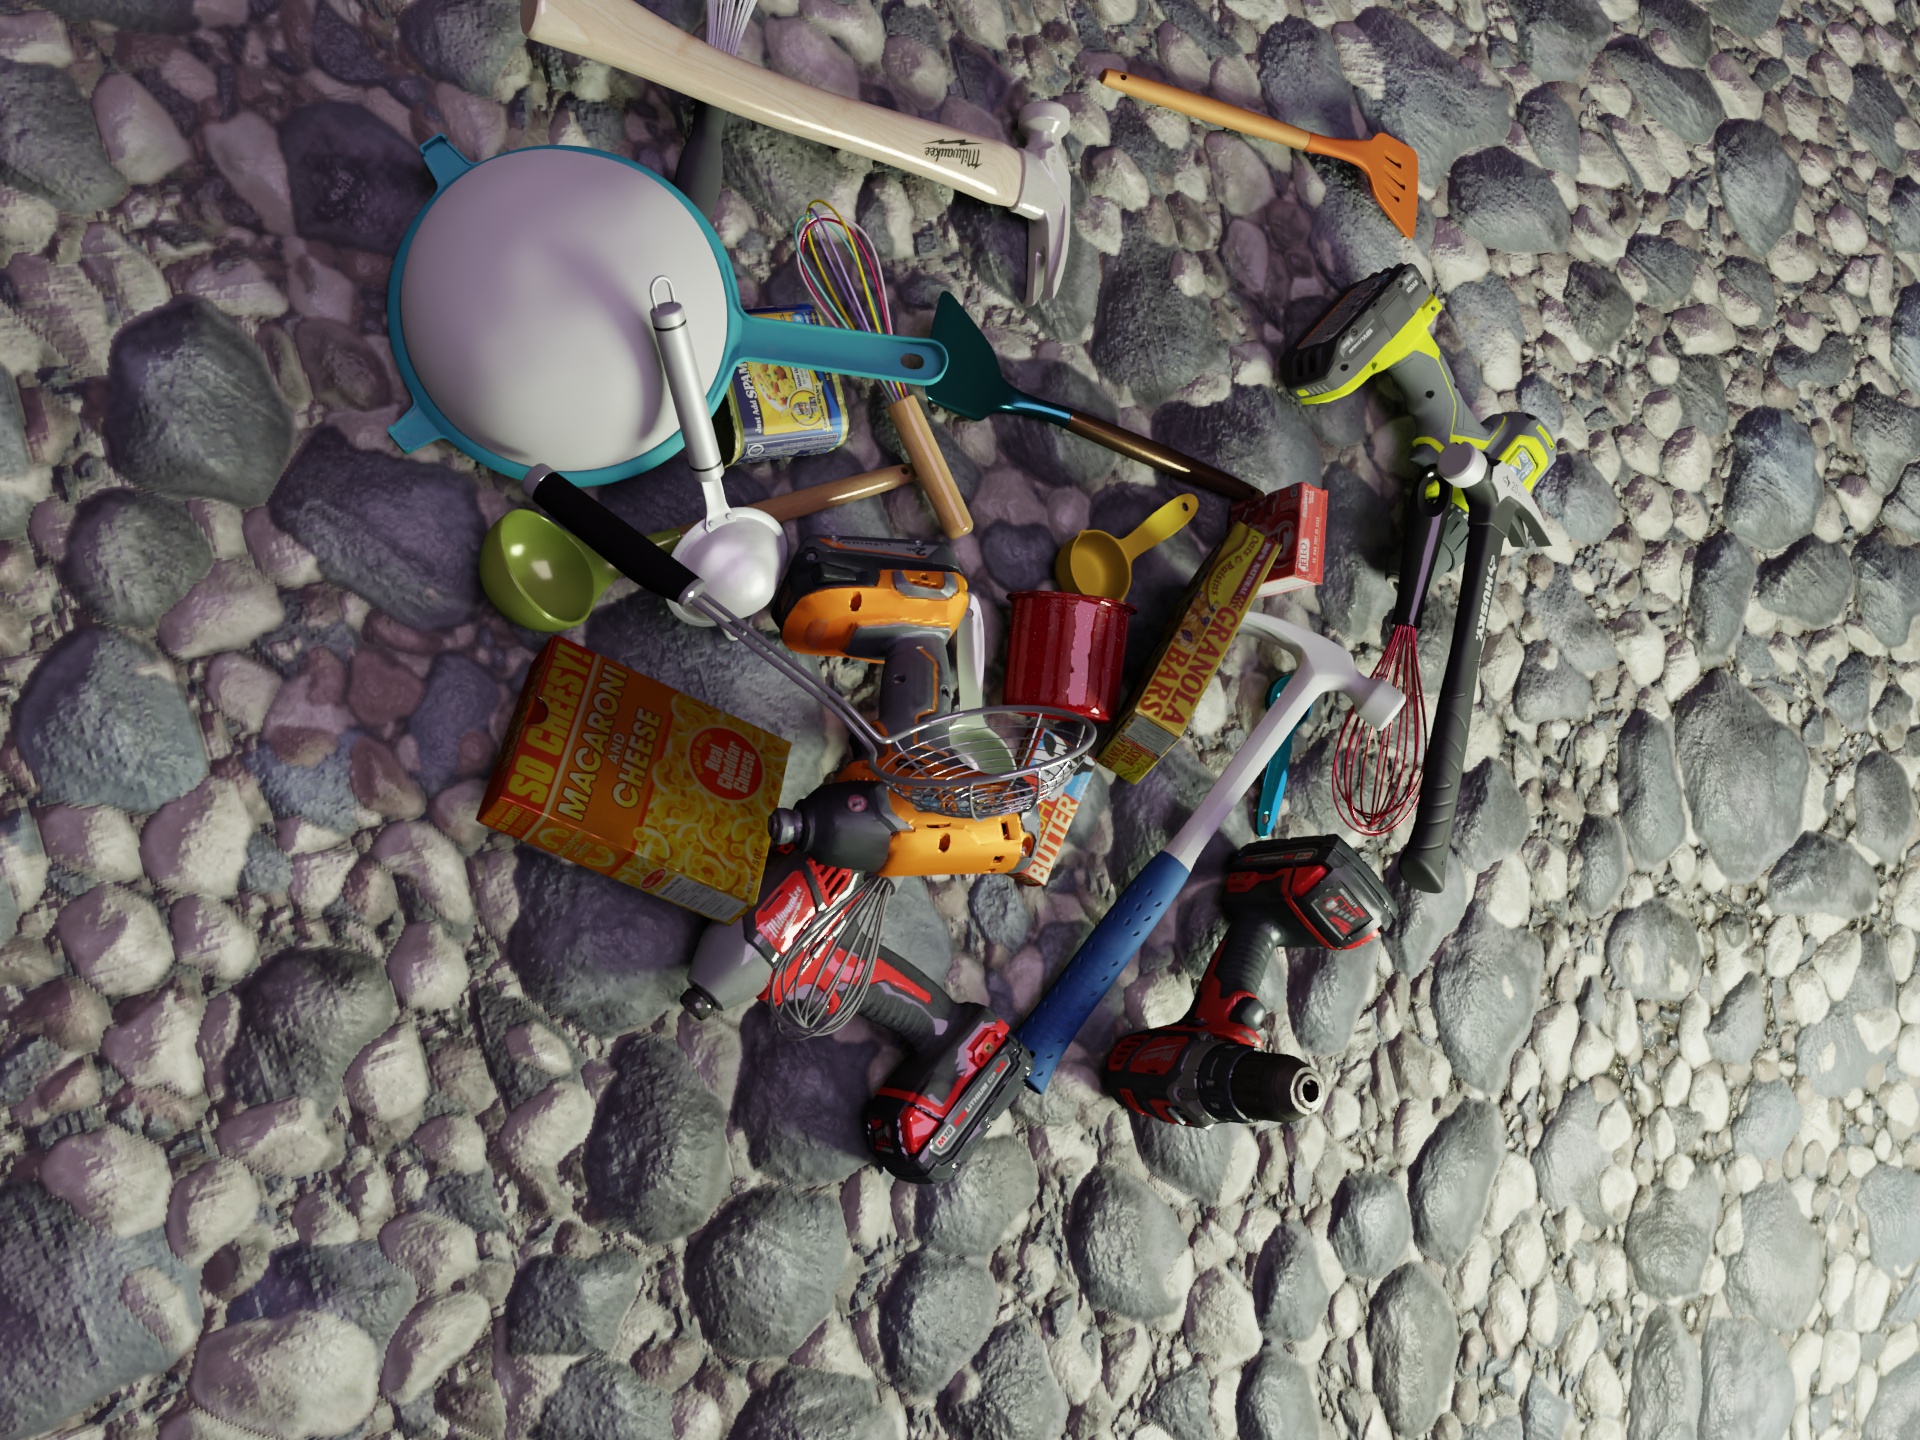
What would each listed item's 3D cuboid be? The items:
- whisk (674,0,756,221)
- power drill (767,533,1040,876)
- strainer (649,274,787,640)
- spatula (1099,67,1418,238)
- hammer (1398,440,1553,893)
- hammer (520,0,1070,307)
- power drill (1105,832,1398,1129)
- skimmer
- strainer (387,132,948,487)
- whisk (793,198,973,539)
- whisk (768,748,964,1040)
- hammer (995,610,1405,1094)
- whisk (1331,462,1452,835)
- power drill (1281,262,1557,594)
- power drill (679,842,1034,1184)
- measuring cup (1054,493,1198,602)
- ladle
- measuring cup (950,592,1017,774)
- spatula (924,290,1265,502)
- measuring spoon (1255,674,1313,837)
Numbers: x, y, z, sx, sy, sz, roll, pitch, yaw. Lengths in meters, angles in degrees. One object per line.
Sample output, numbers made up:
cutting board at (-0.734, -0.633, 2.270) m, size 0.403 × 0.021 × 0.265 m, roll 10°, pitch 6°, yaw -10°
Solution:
whisk at (-0.155, -0.459, 1.054) m, size 0.070 × 0.070 × 0.284 m, roll 11°, pitch 85°, yaw -26°
power drill at (-0.053, -0.006, 0.992) m, size 0.164 × 0.084 × 0.227 m, roll 0°, pitch 56°, yaw -24°
strainer at (-0.150, -0.142, 0.948) m, size 0.087 × 0.050 × 0.258 m, roll -28°, pitch 132°, yaw -22°
spatula at (0.252, -0.470, 1.284) m, size 0.322 × 0.041 × 0.081 m, roll 8°, pitch 81°, yaw -22°
hammer at (0.387, -0.033, 1.222) m, size 0.146 × 0.035 × 0.335 m, roll 22°, pitch 77°, yaw -44°
hammer at (-0.089, -0.390, 1.051) m, size 0.410 × 0.038 × 0.146 m, roll 5°, pitch 84°, yaw -37°
power drill at (0.216, 0.187, 1.109) m, size 0.080 × 0.188 × 0.227 m, roll 47°, pitch 63°, yaw -17°
skimmer at (-0.094, -0.060, 0.909) m, size 0.363 × 0.090 × 0.127 m, roll 36°, pitch 28°, yaw 6°
strainer at (-0.171, -0.242, 0.943) m, size 0.340 × 0.095 × 0.211 m, roll 6°, pitch 87°, yaw -8°
whisk at (-0.050, -0.237, 1.078) m, size 0.051 × 0.047 × 0.245 m, roll -35°, pitch 101°, yaw -57°
whisk at (-0.051, 0.101, 0.987) m, size 0.055 × 0.055 × 0.239 m, roll 45°, pitch 48°, yaw -17°
hammer at (0.157, 0.091, 1.152) m, size 0.144 × 0.035 × 0.405 m, roll 37°, pitch 73°, yaw 9°
whisk at (0.345, -0.055, 1.244) m, size 0.073 × 0.073 × 0.296 m, roll 10°, pitch 91°, yaw -26°
power drill at (0.365, -0.231, 1.288) m, size 0.190 × 0.080 × 0.228 m, roll -47°, pitch 108°, yaw -17°
power drill at (-0.070, 0.188, 1.021) m, size 0.219 × 0.078 × 0.143 m, roll 48°, pitch 65°, yaw -12°
measuring cup at (0.126, -0.131, 1.187) m, size 0.156 × 0.029 × 0.062 m, roll -37°, pitch 101°, yaw -37°
ladle at (-0.154, -0.128, 1.020) m, size 0.320 × 0.062 × 0.078 m, roll -21°, pitch 84°, yaw -30°
measuring cup at (-0.002, -0.004, 1.096) m, size 0.083 × 0.038 × 0.168 m, roll 5°, pitch 81°, yaw -27°
spatula at (0.105, -0.215, 1.168) m, size 0.317 × 0.044 × 0.082 m, roll 17°, pitch 73°, yaw -26°
measuring spoon at (0.242, 0.027, 1.235) m, size 0.042 × 0.021 × 0.128 m, roll 13°, pitch 88°, yaw -27°
